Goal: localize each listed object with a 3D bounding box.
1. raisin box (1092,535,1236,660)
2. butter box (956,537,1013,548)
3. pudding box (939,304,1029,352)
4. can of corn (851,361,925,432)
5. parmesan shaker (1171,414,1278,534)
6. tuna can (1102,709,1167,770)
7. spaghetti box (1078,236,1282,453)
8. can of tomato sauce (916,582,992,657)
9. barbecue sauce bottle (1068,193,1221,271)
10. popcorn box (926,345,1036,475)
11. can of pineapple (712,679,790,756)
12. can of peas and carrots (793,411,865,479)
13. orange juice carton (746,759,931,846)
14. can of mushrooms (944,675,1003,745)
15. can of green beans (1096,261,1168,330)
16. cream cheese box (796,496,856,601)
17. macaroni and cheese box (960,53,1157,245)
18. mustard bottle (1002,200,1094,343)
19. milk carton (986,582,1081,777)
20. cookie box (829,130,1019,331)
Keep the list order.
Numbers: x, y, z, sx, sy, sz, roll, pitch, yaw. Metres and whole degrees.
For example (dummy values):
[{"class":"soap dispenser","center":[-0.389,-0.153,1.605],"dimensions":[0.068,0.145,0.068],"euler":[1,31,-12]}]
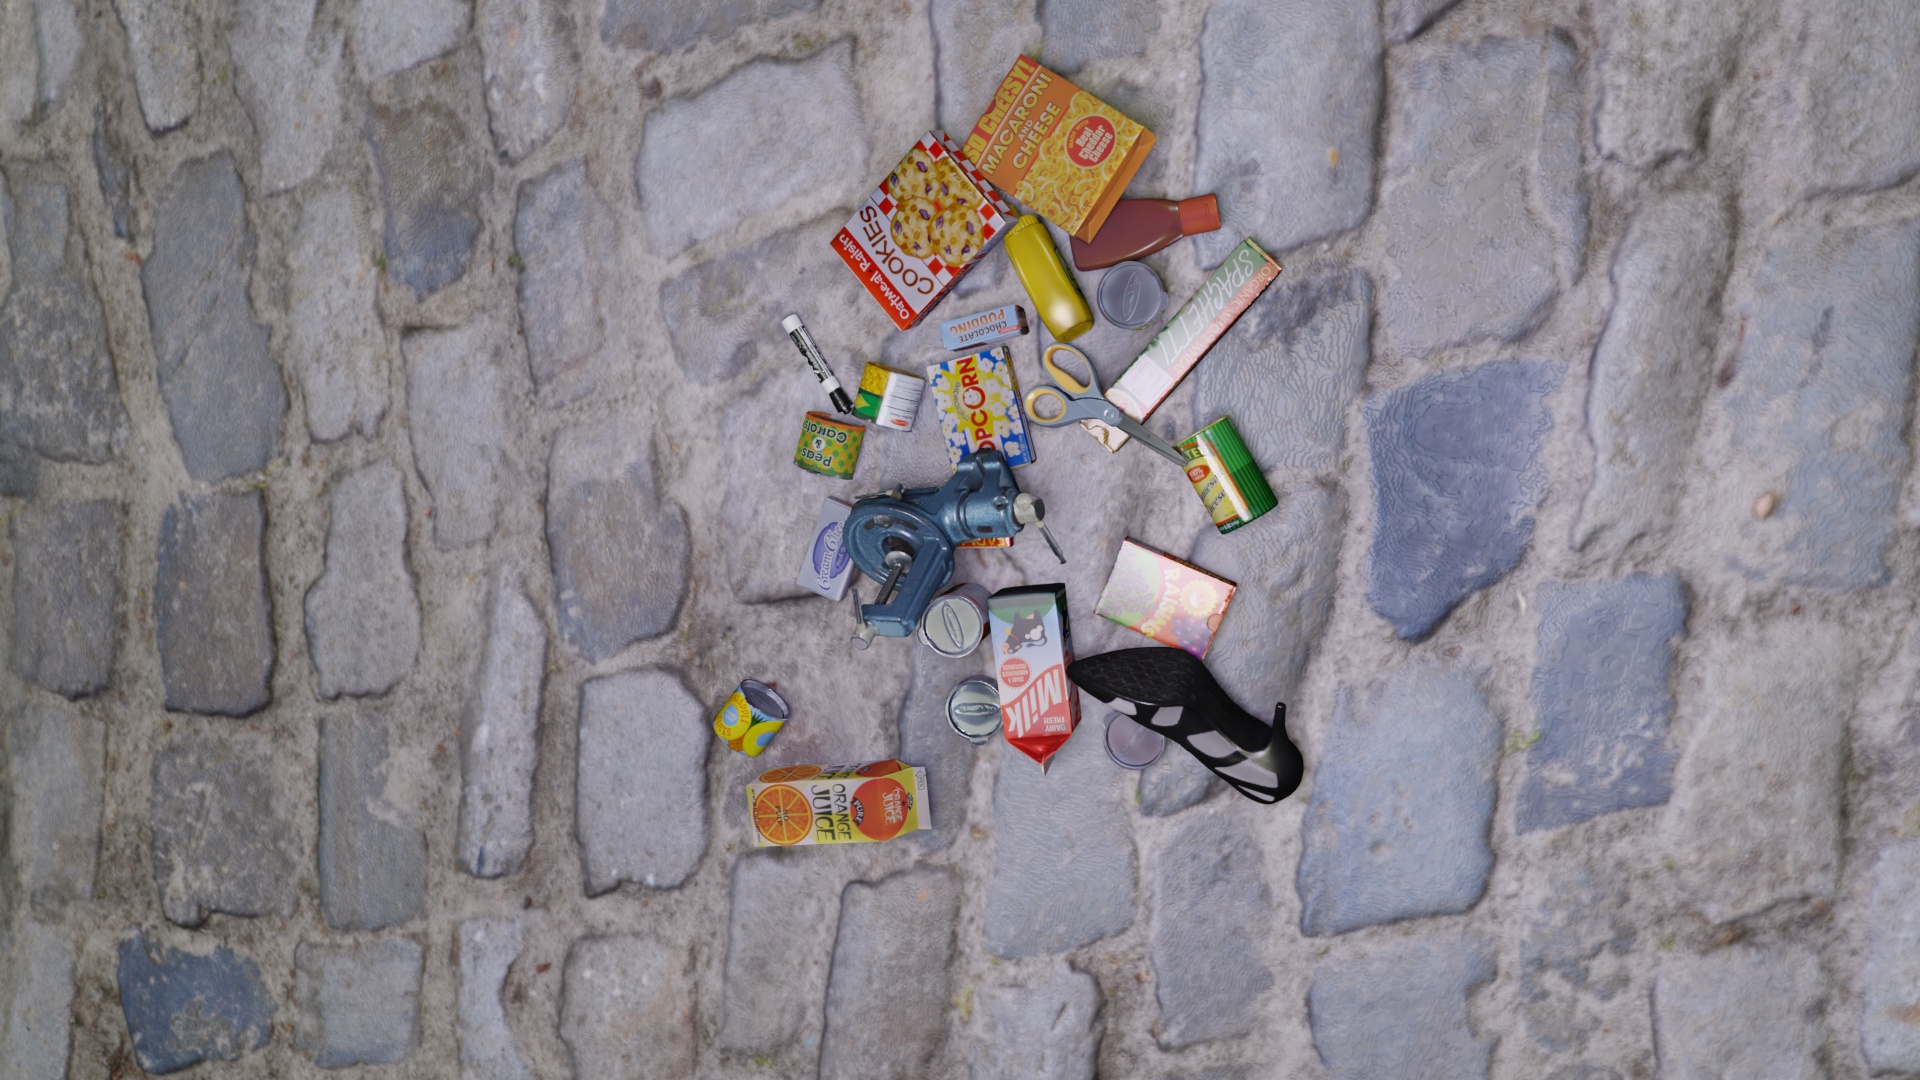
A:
[{"class":"raisin box","center":[0.210,0.058,1.427],"dimensions":[0.123,0.040,0.086],"euler":[24,100,9]},{"class":"butter box","center":[0.005,-0.018,1.473],"dimensions":[0.103,0.024,0.053],"euler":[-1,97,13]},{"class":"pudding box","center":[0.024,-0.218,1.433],"dimensions":[0.083,0.050,0.030],"euler":[-12,92,14]},{"class":"can of corn","center":[-0.077,-0.151,1.457],"dimensions":[0.071,0.071,0.058],"euler":[19,100,10]},{"class":"parmesan shaker","center":[0.265,-0.066,1.384],"dimensions":[0.071,0.071,0.103],"euler":[-31,89,15]},{"class":"tuna can","center":[0.181,0.202,1.453],"dimensions":[0.071,0.033,0.071],"euler":[1,97,13]},{"class":"spaghetti box","center":[0.221,-0.195,1.401],"dimensions":[0.050,0.029,0.249],"euler":[43,103,5]},{"class":"can of tomato sauce","center":[-0.002,0.083,1.455],"dimensions":[0.071,0.083,0.071],"euler":[2,97,13]},{"class":"barbecue sauce bottle","center":[0.184,-0.314,1.389],"dimensions":[0.148,0.044,0.065],"euler":[-10,88,13]},{"class":"popcorn box","center":[0.022,-0.132,1.449],"dimensions":[0.085,0.038,0.126],"euler":[-13,93,15]},{"class":"can of pineapple","center":[-0.231,0.195,1.528],"dimensions":[0.071,0.071,0.057],"euler":[39,103,6]},{"class":"can of peas and carrots","center":[-0.140,-0.101,1.473],"dimensions":[0.071,0.071,0.058],"euler":[17,100,11]},{"class":"orange juice carton","center":[-0.127,0.285,1.512],"dimensions":[0.193,0.073,0.071],"euler":[-5,95,13]},{"class":"can of mushrooms","center":[0.019,0.181,1.487],"dimensions":[0.071,0.033,0.071],"euler":[1,96,12]},{"class":"can of green beans","center":[0.173,-0.244,1.391],"dimensions":[0.071,0.058,0.071],"euler":[2,97,13]},{"class":"cream cheese box","center":[-0.136,0.010,1.508],"dimensions":[0.053,0.024,0.103],"euler":[22,101,10]},{"class":"macaroni and cheese box","center":[0.092,-0.389,1.377],"dimensions":[0.167,0.040,0.123],"euler":[39,104,25]},{"class":"mustard bottle","center":[0.081,-0.279,1.408],"dimensions":[0.049,0.065,0.160],"euler":[-29,84,12]},{"class":"milk carton","center":[0.081,0.145,1.449],"dimensions":[0.073,0.072,0.190],"euler":[-6,95,14]},{"class":"cookie box","center":[-0.039,-0.315,1.419],"dimensions":[0.166,0.040,0.123],"euler":[-42,84,31]}]
